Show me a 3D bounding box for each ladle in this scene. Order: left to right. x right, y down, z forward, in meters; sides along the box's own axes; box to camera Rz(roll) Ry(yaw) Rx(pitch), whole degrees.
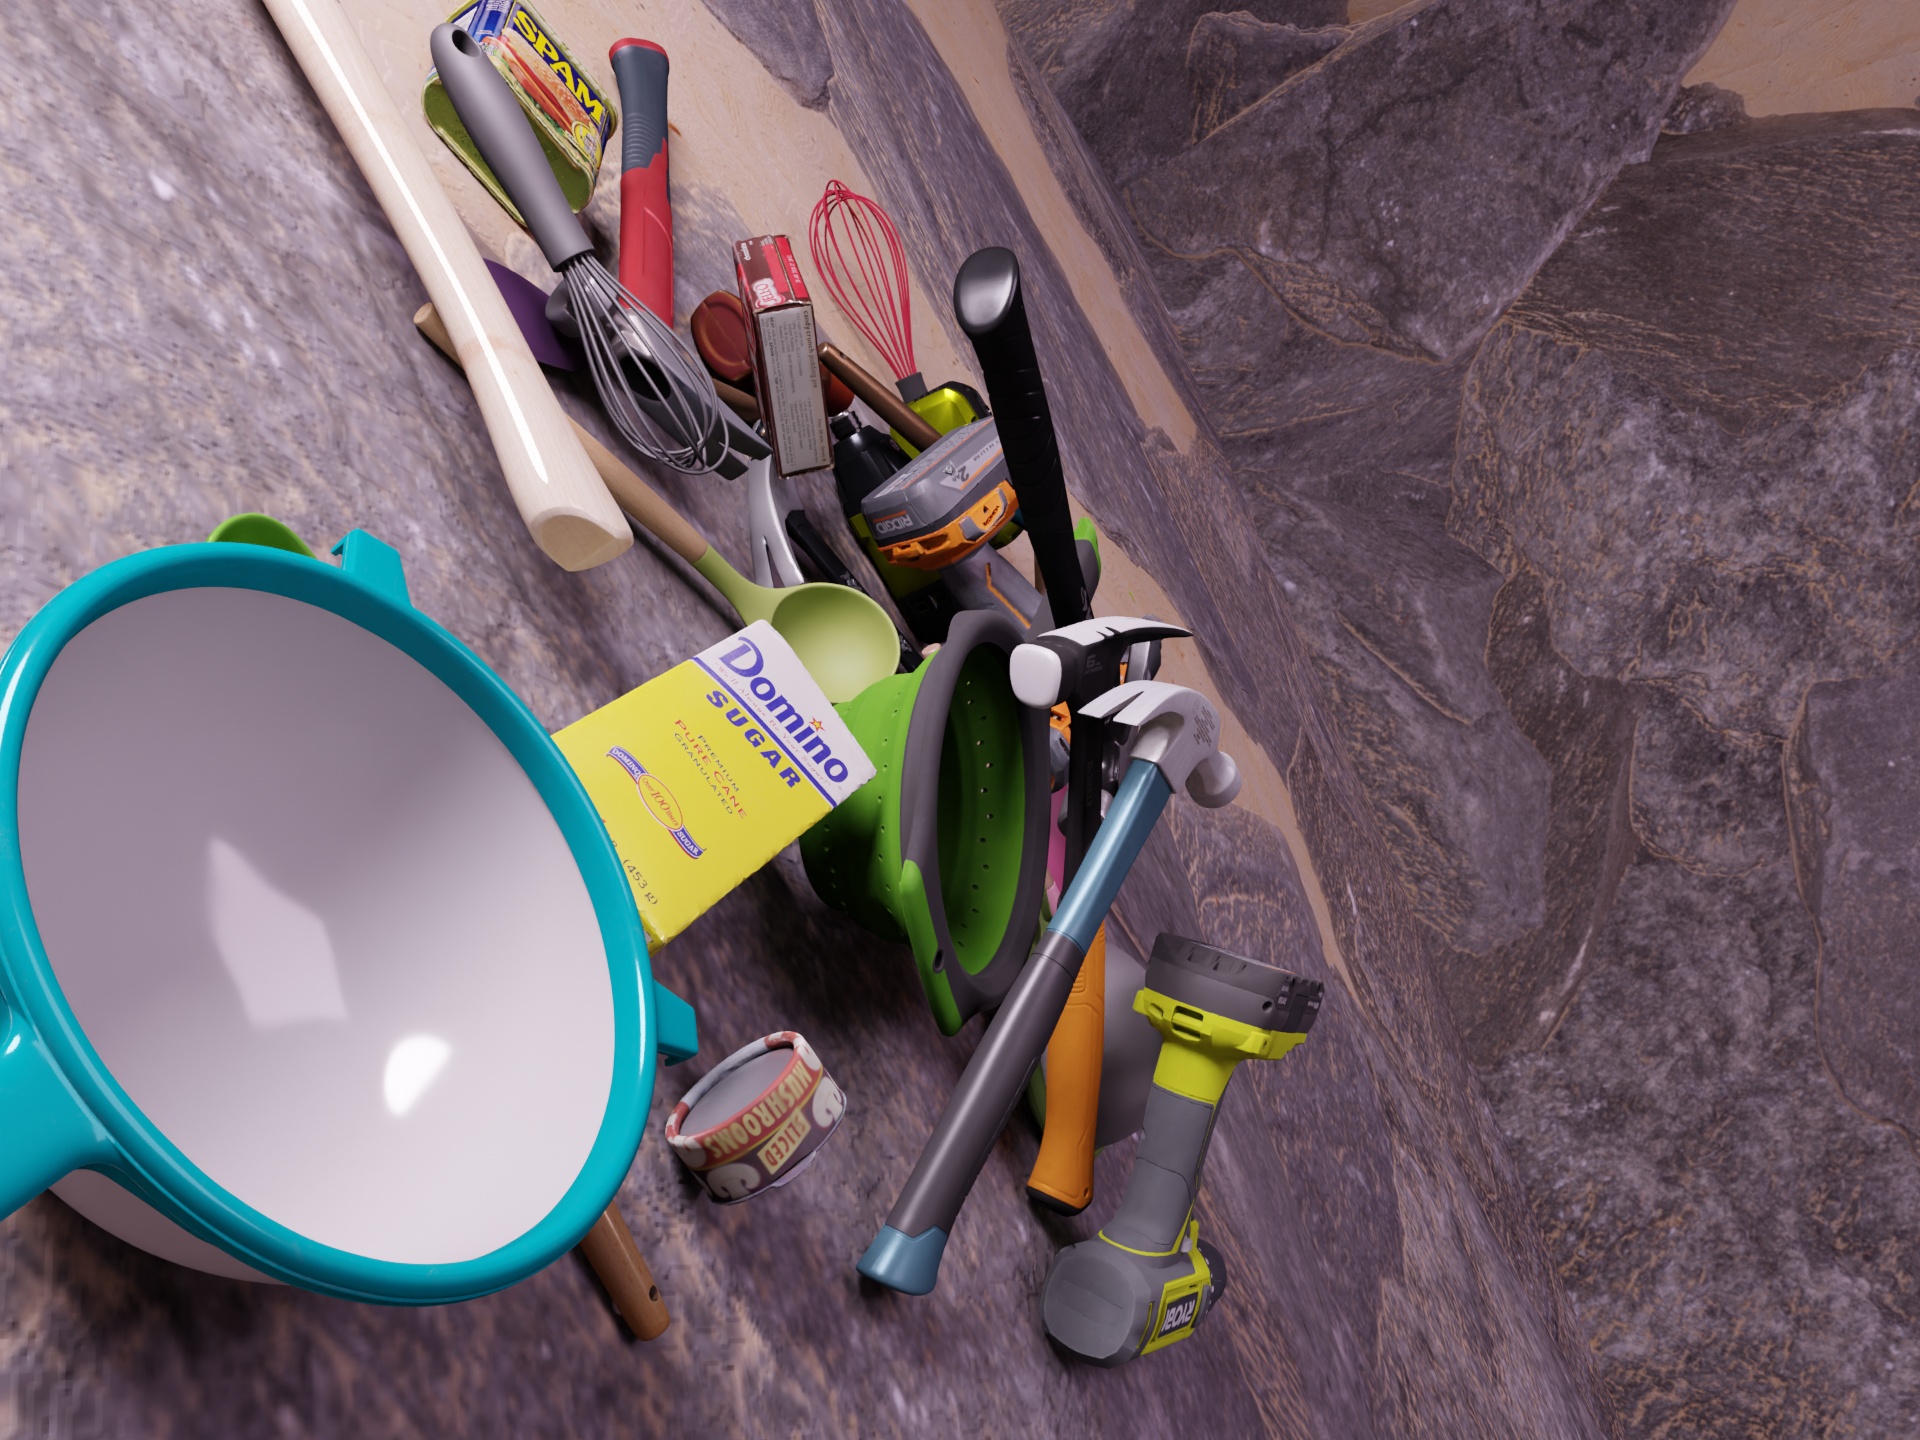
[{"bbox_3d":[-0.144,-0.105,0.816,0.319,0.062,0.078,43,48,-40],"label":"ladle"}]

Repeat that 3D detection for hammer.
[{"bbox_3d":[-0.251,-0.253,0.716,0.411,0.038,0.146,61,18,3],"label":"hammer"},{"bbox_3d":[-0.180,-0.303,0.963,0.143,0.038,0.387,42,25,-40],"label":"hammer"},{"bbox_3d":[-0.015,-0.018,1.066,0.408,0.036,0.149,49,25,-36],"label":"hammer"},{"bbox_3d":[0.045,0.121,0.766,0.331,0.033,0.128,-60,141,-23],"label":"hammer"},{"bbox_3d":[0.052,-0.095,0.845,0.334,0.035,0.146,71,28,-42],"label":"hammer"},{"bbox_3d":[0.068,0.111,0.856,0.127,0.034,0.336,-18,116,-49],"label":"hammer"}]

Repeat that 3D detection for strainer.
[{"bbox_3d":[-0.203,0.083,0.372,0.211,0.095,0.340,59,22,-7],"label":"strainer"},{"bbox_3d":[0.079,0.143,0.964,0.151,0.069,0.256,-38,116,-64],"label":"strainer"}]

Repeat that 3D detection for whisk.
[{"bbox_3d":[-0.183,-0.223,0.760,0.239,0.055,0.055,60,20,-9],"label":"whisk"},{"bbox_3d":[-0.050,-0.298,1.297,0.296,0.073,0.073,67,19,-7],"label":"whisk"}]

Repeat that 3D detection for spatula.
[{"bbox_3d":[-0.180,-0.202,0.898,0.060,0.018,0.315,65,20,12],"label":"spatula"},{"bbox_3d":[0.001,-0.161,1.114,0.317,0.044,0.082,36,40,-40],"label":"spatula"}]

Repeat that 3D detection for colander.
[{"bbox_3d":[-0.001,-0.003,0.890,0.397,0.094,0.204,-66,149,-50],"label":"colander"}]

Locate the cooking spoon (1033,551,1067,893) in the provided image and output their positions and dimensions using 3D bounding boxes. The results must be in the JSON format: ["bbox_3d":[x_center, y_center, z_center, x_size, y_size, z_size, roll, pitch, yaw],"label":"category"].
[{"bbox_3d":[0.065,-0.011,1.119,0.068,0.017,0.319,4,83,-58],"label":"cooking spoon"}]

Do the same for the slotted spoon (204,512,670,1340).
[{"bbox_3d":[-0.177,0.077,0.543,0.313,0.031,0.070,63,19,-7],"label":"slotted spoon"}]

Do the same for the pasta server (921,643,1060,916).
[{"bbox_3d":[0.052,0.085,1.055,0.060,0.040,0.316,-103,168,-70],"label":"pasta server"}]

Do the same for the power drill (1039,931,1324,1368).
[{"bbox_3d":[0.133,0.246,0.910,0.190,0.080,0.228,24,83,-61],"label":"power drill"}]

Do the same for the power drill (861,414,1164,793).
[{"bbox_3d":[0.050,-0.087,1.059,0.164,0.084,0.226,-43,111,-33],"label":"power drill"}]

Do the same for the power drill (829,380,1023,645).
[{"bbox_3d":[-0.022,-0.170,1.182,0.171,0.080,0.223,60,23,-14],"label":"power drill"}]
